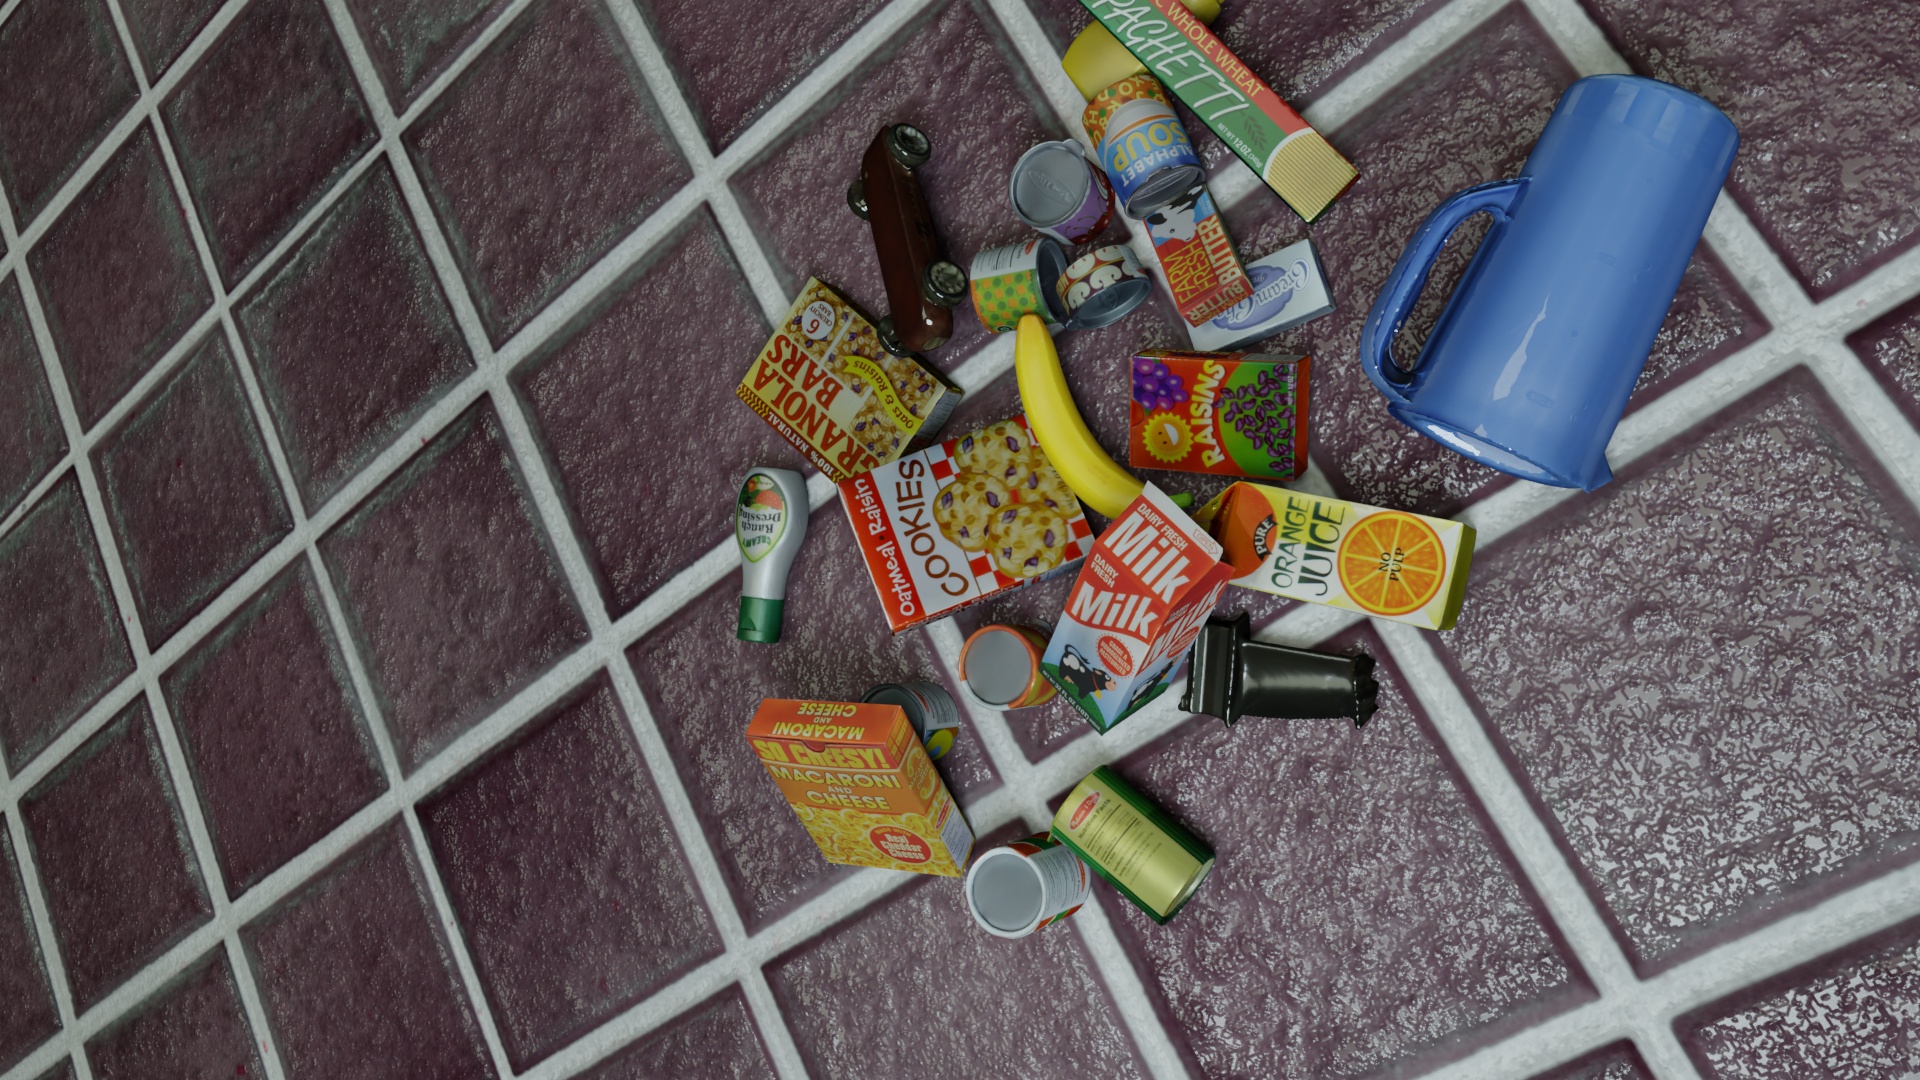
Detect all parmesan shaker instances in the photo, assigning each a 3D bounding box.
[{"bbox_3d":[0.123,0.222,1.004,0.103,0.071,0.071,37,104,24],"label":"parmesan shaker"}]

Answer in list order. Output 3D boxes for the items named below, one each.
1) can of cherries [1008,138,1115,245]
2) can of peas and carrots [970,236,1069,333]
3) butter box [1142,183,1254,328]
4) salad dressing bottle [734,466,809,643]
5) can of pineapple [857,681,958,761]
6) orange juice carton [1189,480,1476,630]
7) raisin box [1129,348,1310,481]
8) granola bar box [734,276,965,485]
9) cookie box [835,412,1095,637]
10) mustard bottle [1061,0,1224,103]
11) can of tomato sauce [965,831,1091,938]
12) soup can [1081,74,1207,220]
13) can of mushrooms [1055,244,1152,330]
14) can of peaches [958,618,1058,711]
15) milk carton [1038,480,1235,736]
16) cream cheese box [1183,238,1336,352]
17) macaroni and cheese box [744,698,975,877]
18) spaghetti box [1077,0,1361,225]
[{"bbox_3d":[0.081,-0.267,1.065,0.071,0.058,0.071,-2,85,28],"label":"can of cherries"},{"bbox_3d":[0.048,-0.194,1.074,0.058,0.071,0.071,-6,84,27],"label":"can of peas and carrots"},{"bbox_3d":[0.173,-0.208,1.012,0.053,0.024,0.104,-28,52,21],"label":"butter box"},{"bbox_3d":[-0.164,0.012,1.179,0.064,0.044,0.147,5,89,26],"label":"salad dressing bottle"},{"bbox_3d":[-0.044,0.146,1.100,0.071,0.058,0.071,-2,86,28],"label":"can of pineapple"},{"bbox_3d":[0.244,0.006,0.954,0.193,0.072,0.073,13,92,27],"label":"orange juice carton"},{"bbox_3d":[0.185,-0.091,0.997,0.123,0.040,0.085,7,110,28],"label":"raisin box"},{"bbox_3d":[-0.094,-0.122,1.155,0.166,0.039,0.124,42,104,23],"label":"granola bar box"},{"bbox_3d":[0.004,-0.013,1.058,0.168,0.040,0.123,-21,76,-5],"label":"cookie box"},{"bbox_3d":[0.153,-0.391,1.041,0.160,0.049,0.065,-37,77,19],"label":"mustard bottle"},{"bbox_3d":[0.049,0.255,1.030,0.071,0.083,0.071,-2,86,27],"label":"can of tomato sauce"},{"bbox_3d":[0.135,-0.293,1.031,0.071,0.071,0.084,-29,74,23],"label":"soup can"},{"bbox_3d":[0.105,-0.189,1.042,0.071,0.071,0.033,-31,73,22],"label":"can of mushrooms"},{"bbox_3d":[0.040,0.094,1.061,0.071,0.058,0.071,-2,86,28],"label":"can of peaches"},{"bbox_3d":[0.124,0.044,0.959,0.072,0.074,0.189,45,142,23],"label":"milk carton"},{"bbox_3d":[0.214,-0.173,1.009,0.103,0.024,0.053,-21,79,25],"label":"cream cheese box"},{"bbox_3d":[-0.074,0.191,1.062,0.123,0.165,0.040,-1,44,27],"label":"macaroni and cheese box"},{"bbox_3d":[0.180,-0.330,0.999,0.250,0.029,0.050,46,107,6],"label":"spaghetti box"}]
